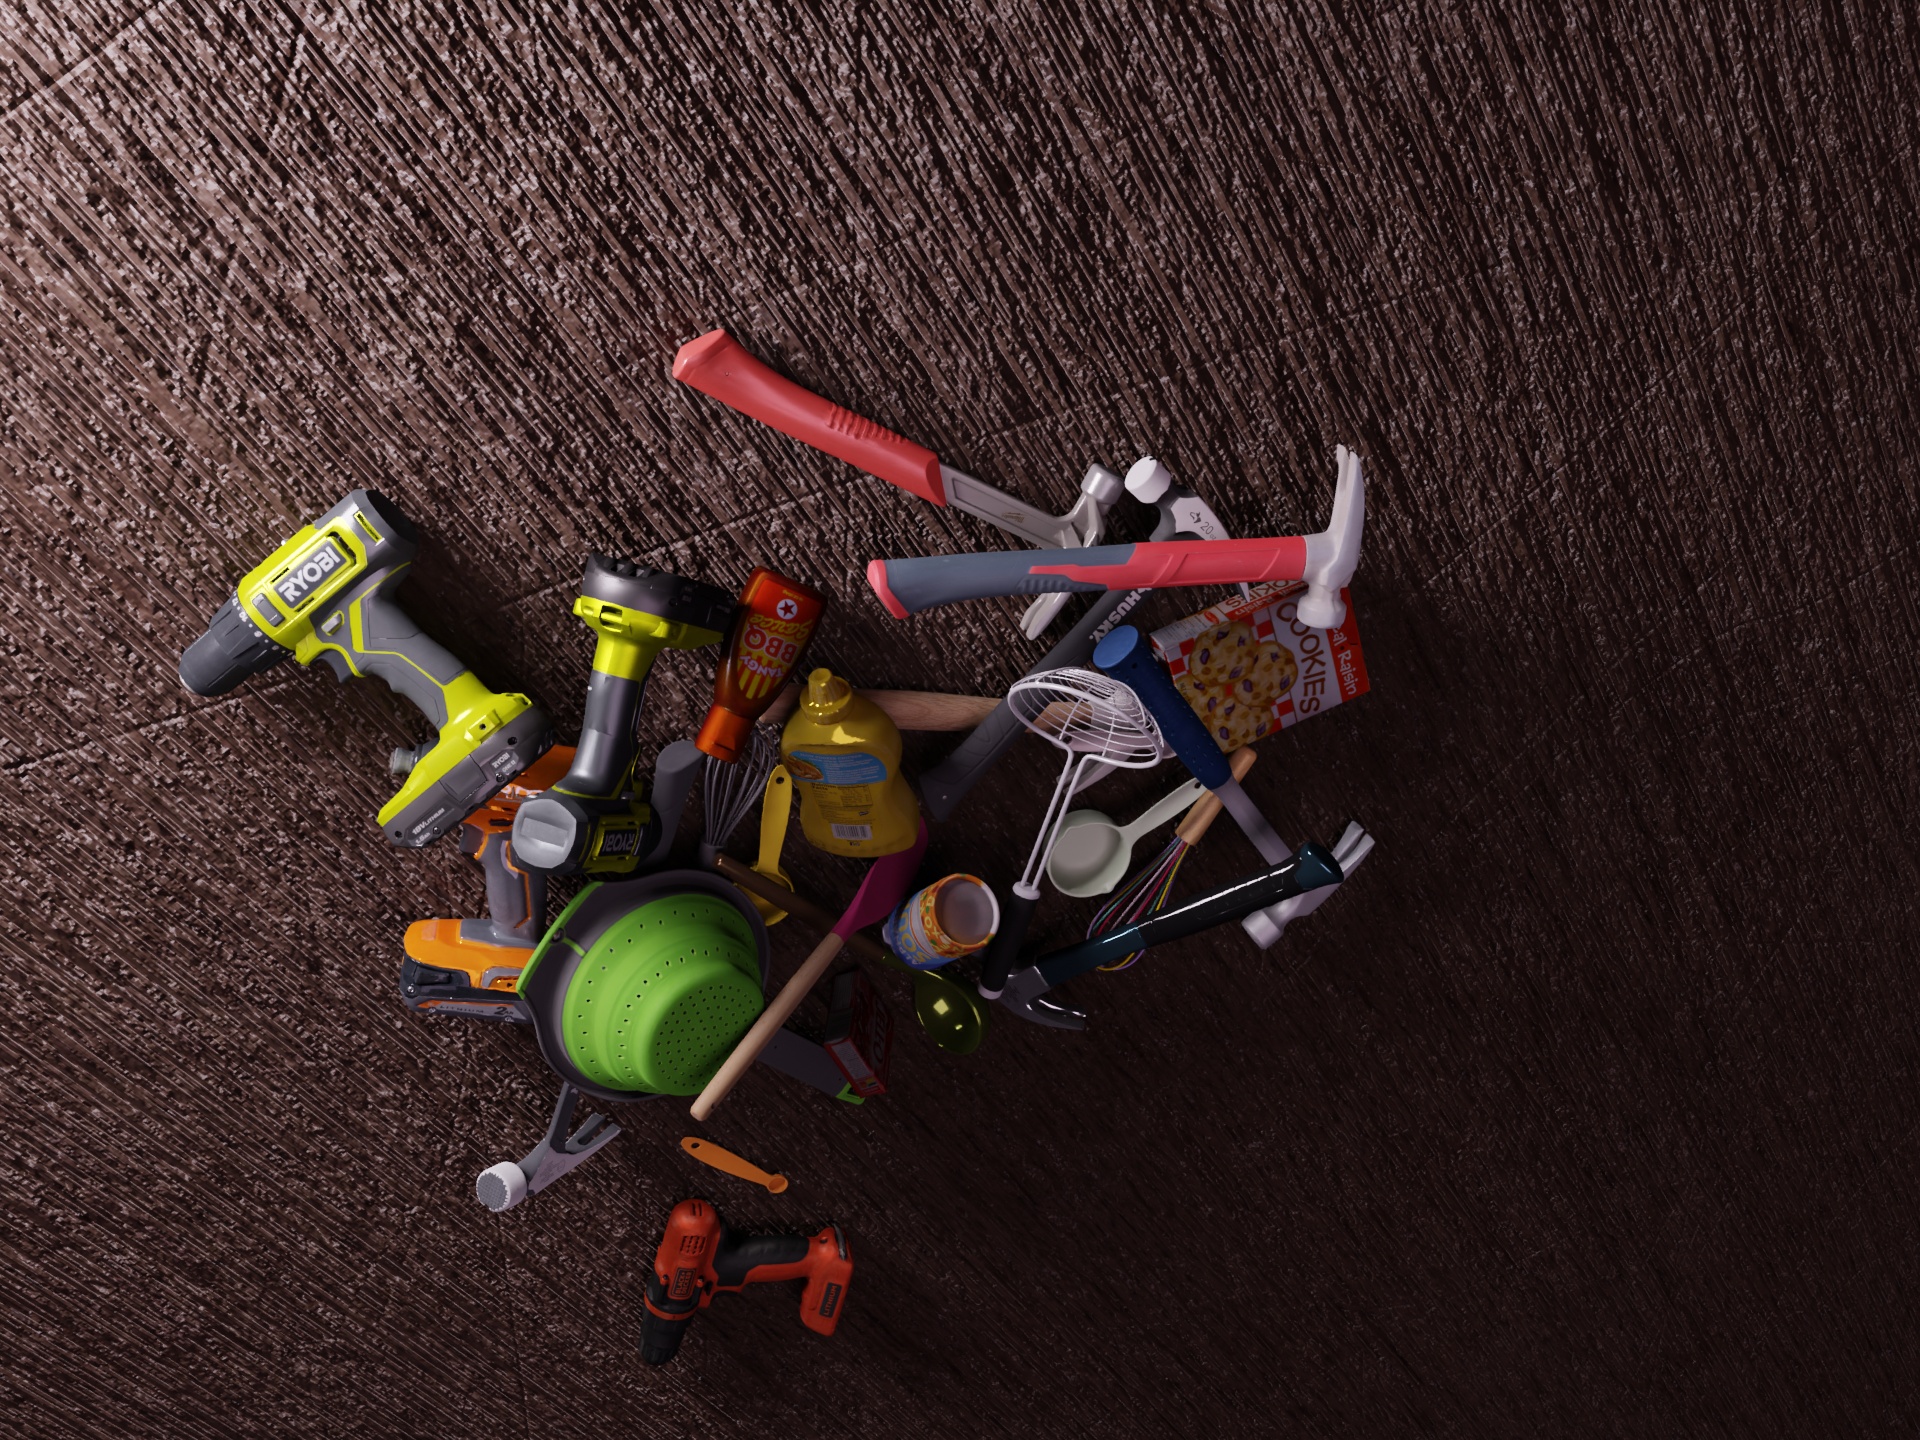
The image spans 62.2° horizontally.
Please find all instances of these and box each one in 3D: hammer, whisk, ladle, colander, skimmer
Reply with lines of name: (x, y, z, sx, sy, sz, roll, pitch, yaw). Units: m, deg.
hammer: (-0.002, -0.004, 1.316, 0.331, 0.031, 0.130, 3, 115, -17)
hammer: (-0.052, -0.189, 1.205, 0.358, 0.037, 0.149, 22, 108, -25)
whisk: (0.186, 0.122, 1.432, 0.051, 0.047, 0.245, 29, 101, -25)
hammer: (0.172, 0.180, 1.387, 0.331, 0.033, 0.128, -24, 112, 21)
hammer: (0.087, -0.044, 1.281, 0.146, 0.035, 0.334, 37, 101, -29)
hammer: (-0.285, 0.207, 1.313, 0.036, 0.149, 0.409, 25, 103, 21)
hammer: (0.122, -0.131, 1.206, 0.386, 0.038, 0.143, -4, 116, -14)
ladle: (-0.091, 0.200, 1.361, 0.319, 0.078, 0.062, 36, 58, -33)
whisk: (-0.199, 0.100, 1.307, 0.055, 0.055, 0.238, 8, 118, -20)
hammer: (0.230, 0.051, 1.360, 0.144, 0.035, 0.405, -40, 130, 3)
colander: (-0.177, 0.265, 1.317, 0.396, 0.095, 0.204, 39, 83, -44)
skimmer: (0.063, 0.108, 1.292, 0.127, 0.090, 0.363, 22, 122, 7)

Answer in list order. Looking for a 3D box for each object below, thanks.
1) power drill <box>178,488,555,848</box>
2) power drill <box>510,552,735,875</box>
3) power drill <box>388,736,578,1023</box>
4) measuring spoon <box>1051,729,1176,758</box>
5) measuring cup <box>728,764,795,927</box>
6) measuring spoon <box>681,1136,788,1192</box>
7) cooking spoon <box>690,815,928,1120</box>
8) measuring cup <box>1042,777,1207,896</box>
power drill: (-0.421, -0.023, 1.131, 0.190, 0.080, 0.228, -39, 97, 5)
power drill: (-0.242, 0.001, 1.162, 0.080, 0.171, 0.223, 16, 91, 14)
power drill: (-0.376, 0.117, 1.246, 0.164, 0.084, 0.226, 11, 109, -19)
measuring spoon: (0.133, 0.013, 1.339, 0.124, 0.018, 0.034, 1, 123, -17)
measuring cup: (-0.161, 0.100, 1.324, 0.062, 0.029, 0.156, 3, 116, -19)
measuring spoon: (-0.211, 0.412, 1.483, 0.116, 0.011, 0.021, 33, 104, -24)
cooking spoon: (-0.115, 0.194, 1.285, 0.319, 0.017, 0.068, -51, 144, -33)
measuring cup: (0.146, 0.089, 1.404, 0.167, 0.038, 0.083, -34, 120, 0)
